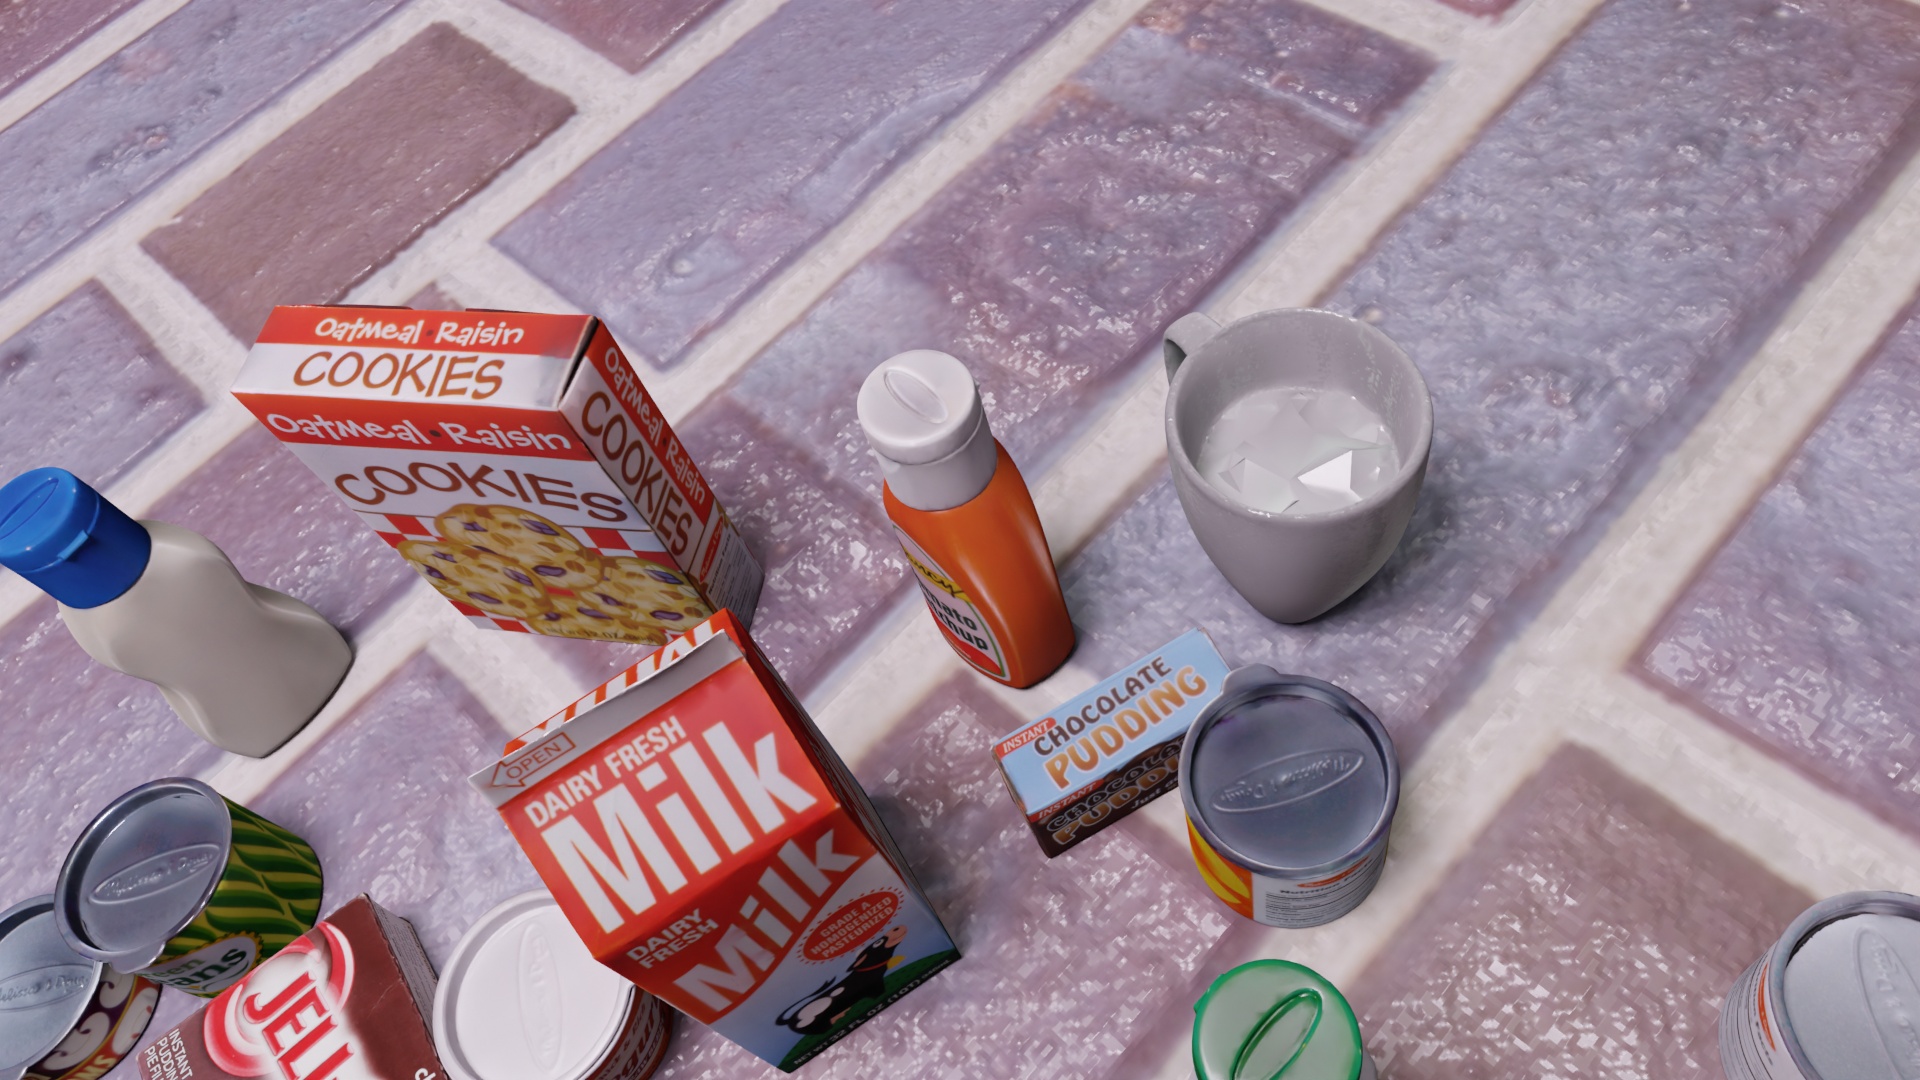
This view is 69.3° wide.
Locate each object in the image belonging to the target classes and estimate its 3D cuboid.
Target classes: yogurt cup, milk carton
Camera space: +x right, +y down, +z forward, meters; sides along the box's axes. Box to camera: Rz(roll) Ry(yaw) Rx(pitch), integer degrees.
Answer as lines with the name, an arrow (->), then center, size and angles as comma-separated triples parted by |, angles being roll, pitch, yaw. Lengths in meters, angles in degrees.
yogurt cup -> -0.130, 0.155, 0.459 | 0.072, 0.053, 0.073 | -6, 58, 10
milk carton -> -0.066, 0.087, 0.404 | 0.072, 0.189, 0.074 | -32, 57, -7

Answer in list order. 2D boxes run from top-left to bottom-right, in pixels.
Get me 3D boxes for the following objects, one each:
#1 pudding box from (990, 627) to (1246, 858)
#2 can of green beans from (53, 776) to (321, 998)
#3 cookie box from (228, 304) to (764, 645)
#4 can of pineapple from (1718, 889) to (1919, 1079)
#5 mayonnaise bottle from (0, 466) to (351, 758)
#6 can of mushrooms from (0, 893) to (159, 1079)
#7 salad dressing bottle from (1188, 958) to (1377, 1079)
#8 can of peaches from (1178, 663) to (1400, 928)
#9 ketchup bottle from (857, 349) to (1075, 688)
pudding box -> 0.056, 0.069, 0.472 | 0.084, 0.049, 0.030 | -29, 57, -5
can of green beans -> -0.280, 0.128, 0.508 | 0.071, 0.057, 0.071 | -6, 58, 10
cookie box -> -0.158, -0.018, 0.506 | 0.123, 0.166, 0.040 | 4, 60, 16
can of pineapple -> 0.251, 0.137, 0.379 | 0.071, 0.057, 0.071 | -6, 58, 10
mayonnaise bottle -> -0.295, 0.027, 0.521 | 0.041, 0.147, 0.065 | 26, 68, 26
can of mushrooms -> -0.334, 0.169, 0.510 | 0.071, 0.033, 0.071 | -6, 57, 10
salad dressing bottle -> 0.082, 0.145, 0.359 | 0.044, 0.147, 0.064 | 37, 73, 29
can of peaches -> 0.104, 0.083, 0.447 | 0.071, 0.057, 0.071 | -6, 58, 10
ketchup bottle -> 0.002, -0.006, 0.472 | 0.043, 0.148, 0.065 | -41, 59, -13
